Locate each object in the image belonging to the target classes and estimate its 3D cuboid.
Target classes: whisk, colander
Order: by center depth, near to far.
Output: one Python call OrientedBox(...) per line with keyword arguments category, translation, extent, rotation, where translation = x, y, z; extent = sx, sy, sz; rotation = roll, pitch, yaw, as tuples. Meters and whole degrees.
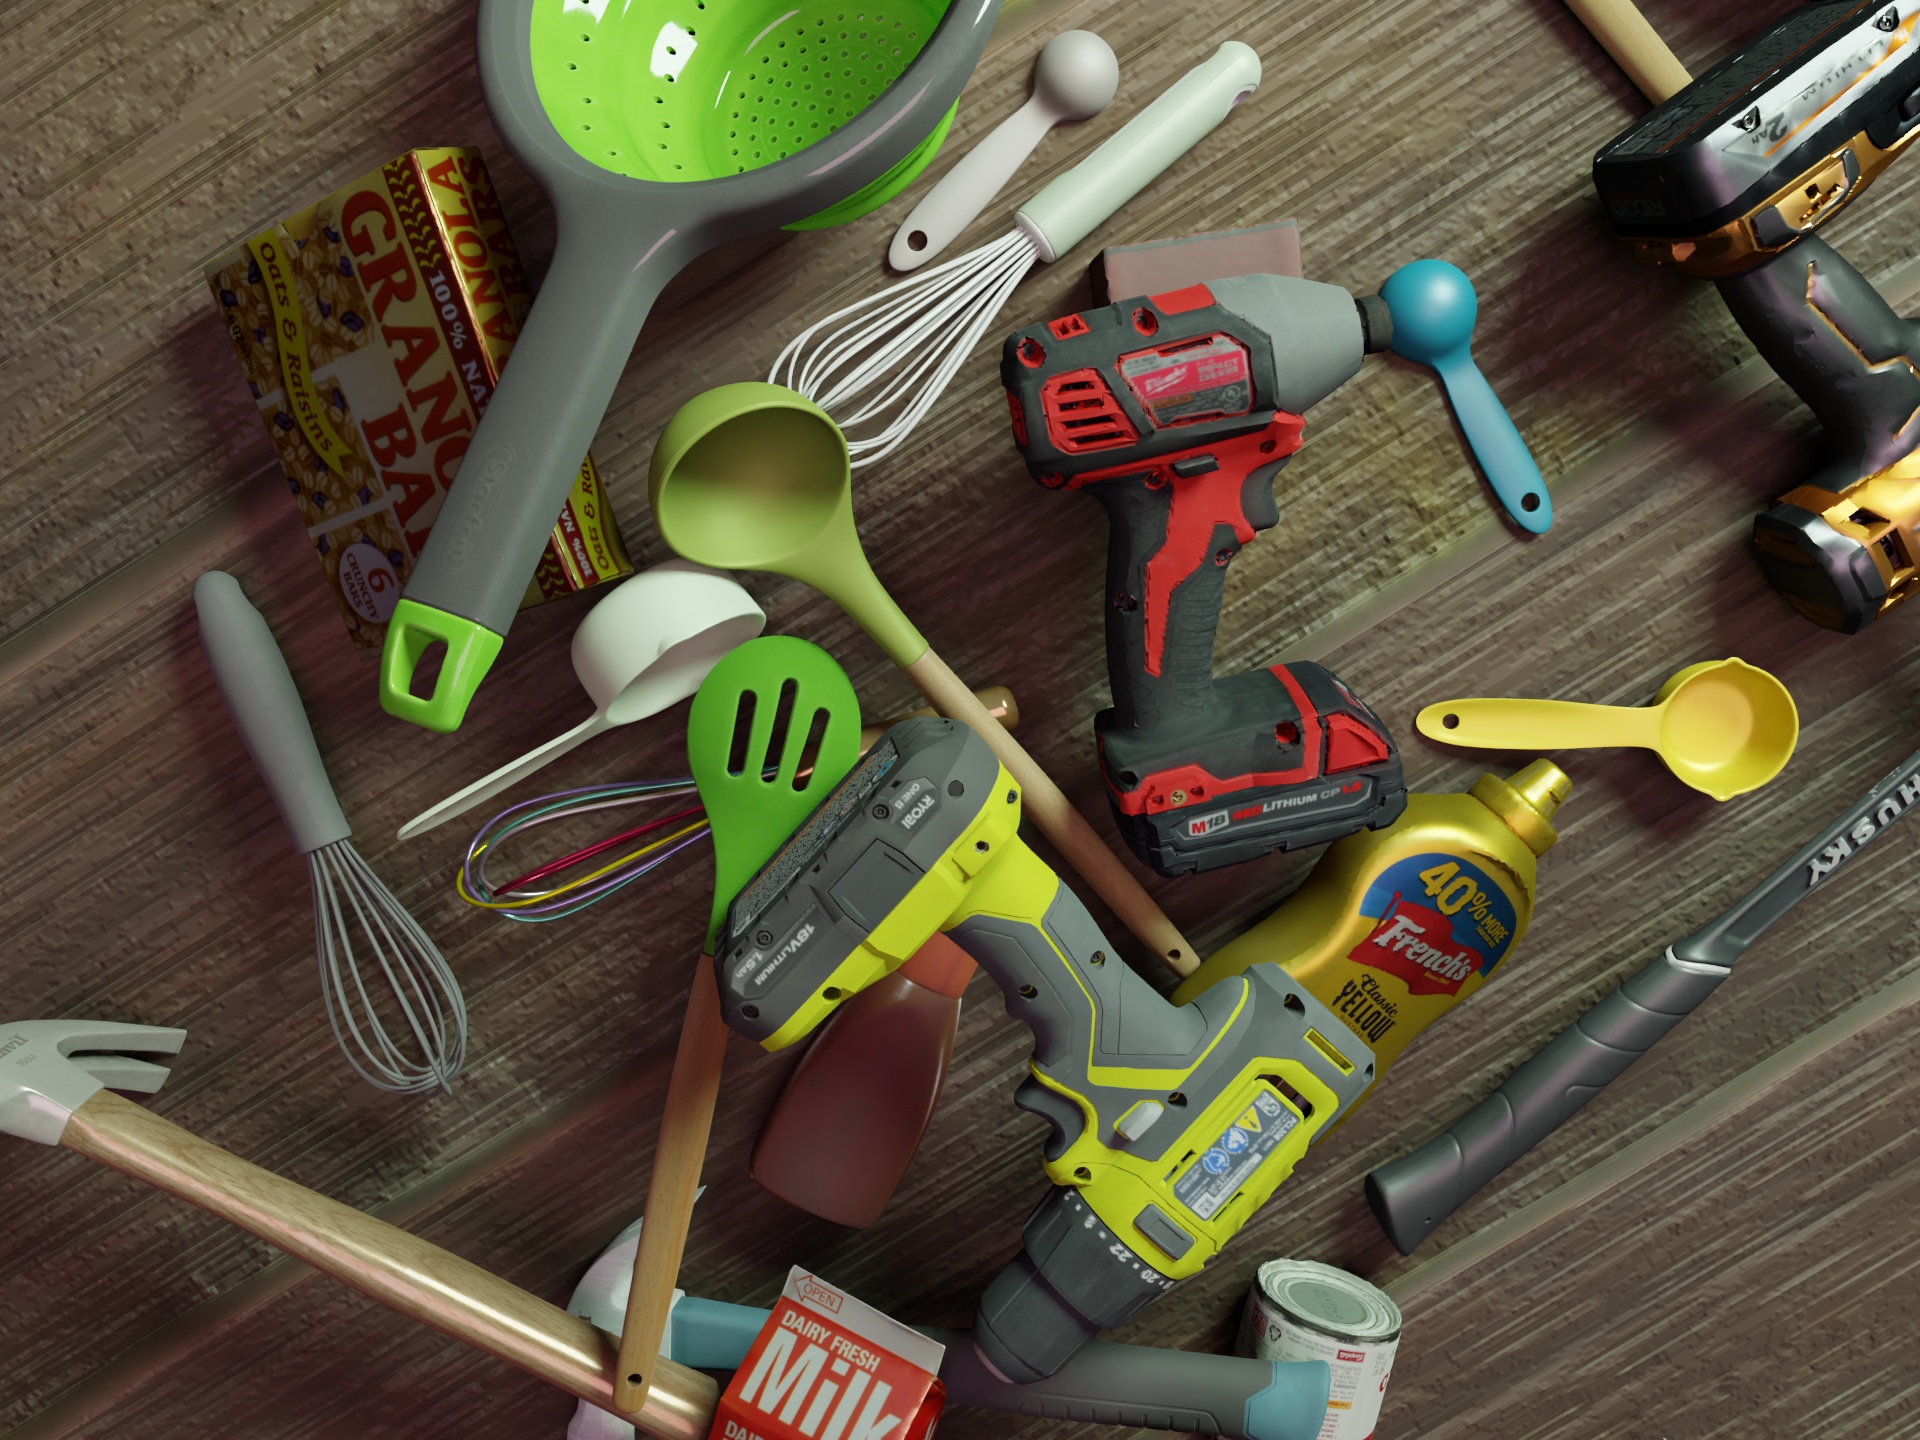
OrientedBox(category="colander", translation=(-0.093, -0.173, 0.566), extent=(0.204, 0.094, 0.397), rotation=(18, 81, 22))
OrientedBox(category="whisk", translation=(0.023, -0.189, 0.636), extent=(0.246, 0.058, 0.059), rotation=(-40, 90, -1))
OrientedBox(category="whisk", translation=(-0.264, 0.050, 0.662), extent=(0.055, 0.055, 0.239), rotation=(-22, 95, 1))
OrientedBox(category="whisk", translation=(-0.092, 0.034, 0.667), extent=(0.245, 0.047, 0.051), rotation=(-18, 98, -3))

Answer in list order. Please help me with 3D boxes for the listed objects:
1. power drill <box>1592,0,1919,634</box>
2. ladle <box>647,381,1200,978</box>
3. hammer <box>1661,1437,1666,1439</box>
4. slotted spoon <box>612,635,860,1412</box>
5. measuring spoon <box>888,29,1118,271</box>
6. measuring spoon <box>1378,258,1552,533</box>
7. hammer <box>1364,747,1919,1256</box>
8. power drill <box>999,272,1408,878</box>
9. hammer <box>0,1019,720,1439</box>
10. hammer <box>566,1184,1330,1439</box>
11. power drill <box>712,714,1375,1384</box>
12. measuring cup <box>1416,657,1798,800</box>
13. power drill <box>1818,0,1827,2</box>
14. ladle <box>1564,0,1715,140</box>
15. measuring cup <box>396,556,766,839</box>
OrientedBox(category="power drill", translation=(0.377, -0.172, 0.632), extent=(0.185, 0.084, 0.226), rotation=(-36, 109, 3))
OrientedBox(category="ladle", translation=(-0.001, -0.002, 0.633), extent=(0.078, 0.062, 0.320), rotation=(-38, 107, 10))
OrientedBox(category="hammer", translation=(0.165, 0.417, 0.744), extent=(0.405, 0.035, 0.144), rotation=(-1, 99, -3))
OrientedBox(category="slotted spoon", translation=(-0.098, 0.119, 0.634), extent=(0.070, 0.031, 0.314), rotation=(12, 89, -11))
OrientedBox(category="measuring spoon", translation=(0.016, -0.229, 0.642), extent=(0.034, 0.018, 0.124), rotation=(44, 95, -9))
OrientedBox(category="measuring spoon", translation=(0.218, -0.134, 0.665), extent=(0.042, 0.021, 0.128), rotation=(-31, 98, 2))
OrientedBox(category="hammer", translation=(0.336, 0.092, 0.688), extent=(0.409, 0.036, 0.149), rotation=(-44, 123, 9))
OrientedBox(category="power drill", translation=(0.105, -0.059, 0.616), extent=(0.143, 0.079, 0.219), rotation=(-14, 114, 0))
OrientedBox(category="hammer", translation=(-0.248, 0.211, 0.645), extent=(0.331, 0.130, 0.031), rotation=(30, 97, -9))
OrientedBox(category="hammer", translation=(-0.012, 0.276, 0.682), extent=(0.331, 0.033, 0.128), rotation=(3, 99, 9))
OrientedBox(category="power drill", translation=(0.019, 0.128, 0.604), extent=(0.228, 0.080, 0.190), rotation=(42, 92, -11))
OrientedBox(category="measuring cup", translation=(0.278, 0.000, 0.694), extent=(0.156, 0.029, 0.062), rotation=(2, 99, 9))
OrientedBox(category="power drill", translation=(0.408, -0.390, 0.610), extent=(0.188, 0.080, 0.226), rotation=(26, 94, -7))
OrientedBox(category="ladle", translation=(0.223, -0.326, 0.634), extent=(0.069, 0.031, 0.315), rotation=(-44, 100, 7))
OrientedBox(category="measuring cup", translation=(-0.157, -0.011, 0.632), extent=(0.167, 0.083, 0.038), rotation=(-32, 82, -7))
